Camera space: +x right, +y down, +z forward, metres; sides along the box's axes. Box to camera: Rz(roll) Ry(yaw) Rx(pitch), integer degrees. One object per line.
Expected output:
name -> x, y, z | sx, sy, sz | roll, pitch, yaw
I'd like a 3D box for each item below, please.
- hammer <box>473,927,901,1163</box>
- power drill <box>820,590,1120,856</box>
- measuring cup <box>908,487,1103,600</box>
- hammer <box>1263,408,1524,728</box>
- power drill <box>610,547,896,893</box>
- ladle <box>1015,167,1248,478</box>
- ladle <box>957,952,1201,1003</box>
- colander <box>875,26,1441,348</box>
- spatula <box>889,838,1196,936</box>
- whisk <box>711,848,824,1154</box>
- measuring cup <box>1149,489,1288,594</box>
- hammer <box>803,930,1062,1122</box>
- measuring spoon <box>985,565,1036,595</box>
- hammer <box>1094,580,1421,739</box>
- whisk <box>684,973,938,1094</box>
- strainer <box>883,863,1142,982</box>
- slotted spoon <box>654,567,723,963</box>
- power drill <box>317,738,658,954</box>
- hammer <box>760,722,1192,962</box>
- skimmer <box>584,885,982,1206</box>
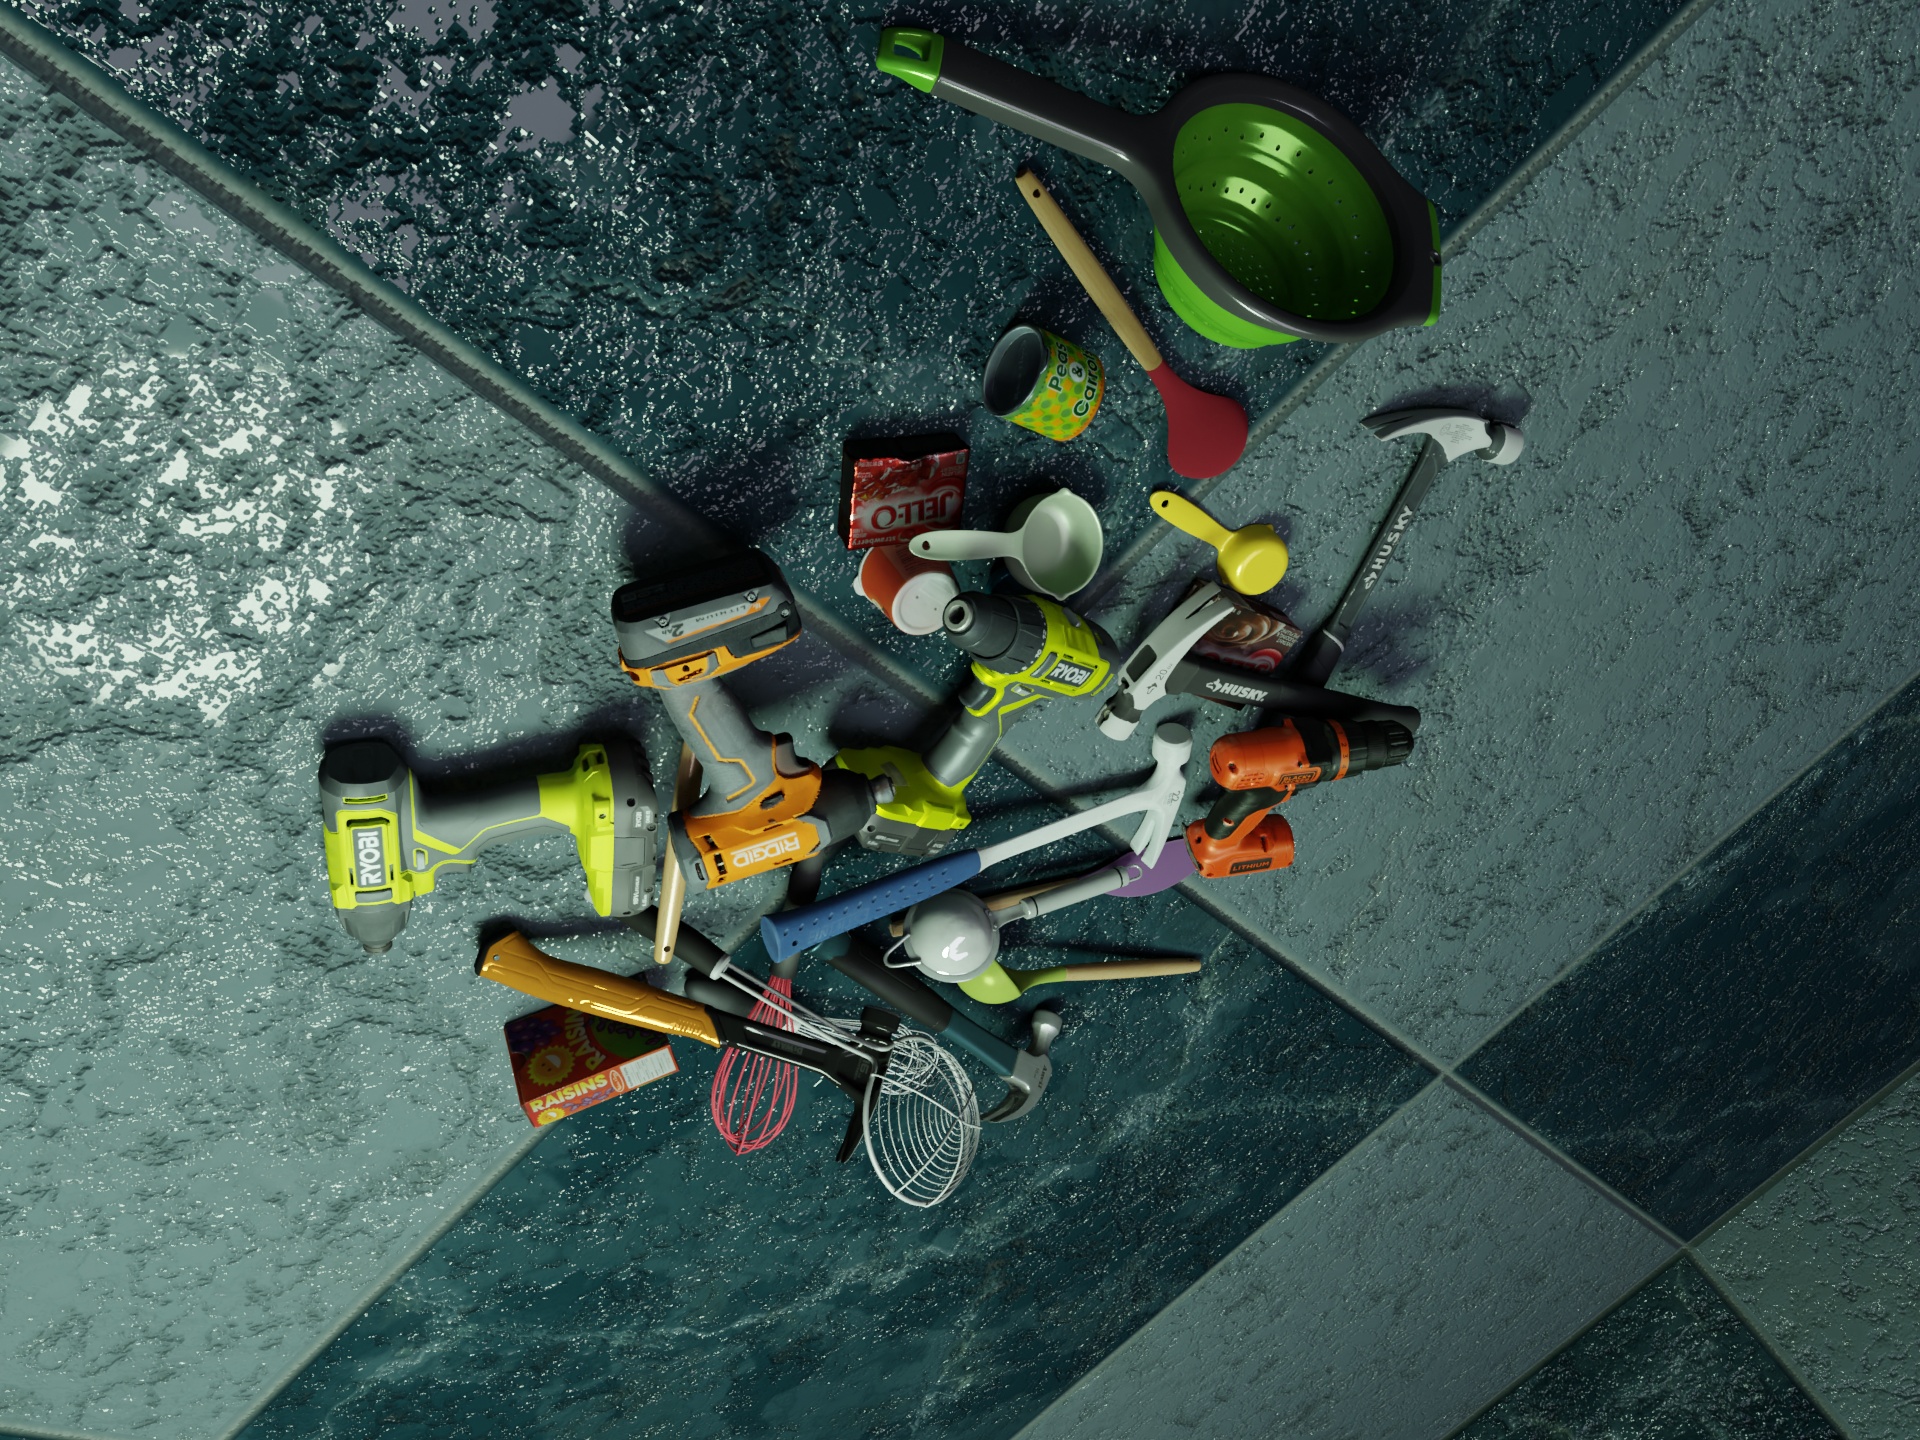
hammer -> -0.220, 0.243, 1.258 | 0.336, 0.034, 0.127 | 20, 75, -11
power drill -> -0.002, -0.004, 1.210 | 0.228, 0.080, 0.190 | -48, 150, 18
measuring cup -> 0.028, -0.129, 1.163 | 0.167, 0.038, 0.083 | -4, 100, -31
hammer -> 0.329, -0.086, 1.379 | 0.149, 0.036, 0.408 | 6, 123, -30
power drill -> -0.141, 0.002, 1.104 | 0.164, 0.084, 0.226 | -17, 120, -9
ladle -> 0.125, -0.272, 1.129 | 0.069, 0.031, 0.315 | -40, 132, 7
ladle -> 0.121, 0.229, 1.514 | 0.320, 0.078, 0.062 | 4, 118, -39
colander -> 0.121, -0.336, 1.026 | 0.397, 0.205, 0.094 | 15, 154, -18
spatula -> 0.084, 0.159, 1.459 | 0.316, 0.018, 0.059 | -10, 125, -21
whisk -> -0.152, 0.229, 1.327 | 0.073, 0.073, 0.295 | 7, 104, -32
measuring cup -> 0.207, -0.144, 1.270 | 0.156, 0.029, 0.062 | 23, 113, -40
hammer -> -0.024, 0.264, 1.449 | 0.033, 0.128, 0.330 | -8, 142, 42
measuring spoon -> 0.037, -0.076, 1.251 | 0.042, 0.021, 0.128 | -23, 142, -16
hammer -> 0.276, -0.025, 1.349 | 0.334, 0.035, 0.146 | 11, 125, -36
whisk -> -0.128, 0.276, 1.420 | 0.284, 0.070, 0.070 | 29, 109, -35
strainer -> 0.053, 0.167, 1.411 | 0.258, 0.087, 0.050 | -16, 158, -24
slotted spoon -> -0.199, 0.036, 1.159 | 0.070, 0.031, 0.313 | 2, 110, -26
power drill -> -0.337, 0.091, 1.147 | 0.223, 0.080, 0.171 | -4, 127, -20
hammer -> 0.023, 0.120, 1.347 | 0.405, 0.035, 0.144 | -19, 134, -25
skimmer -> -0.142, 0.241, 1.238 | 0.127, 0.363, 0.090 | -52, 169, -49
